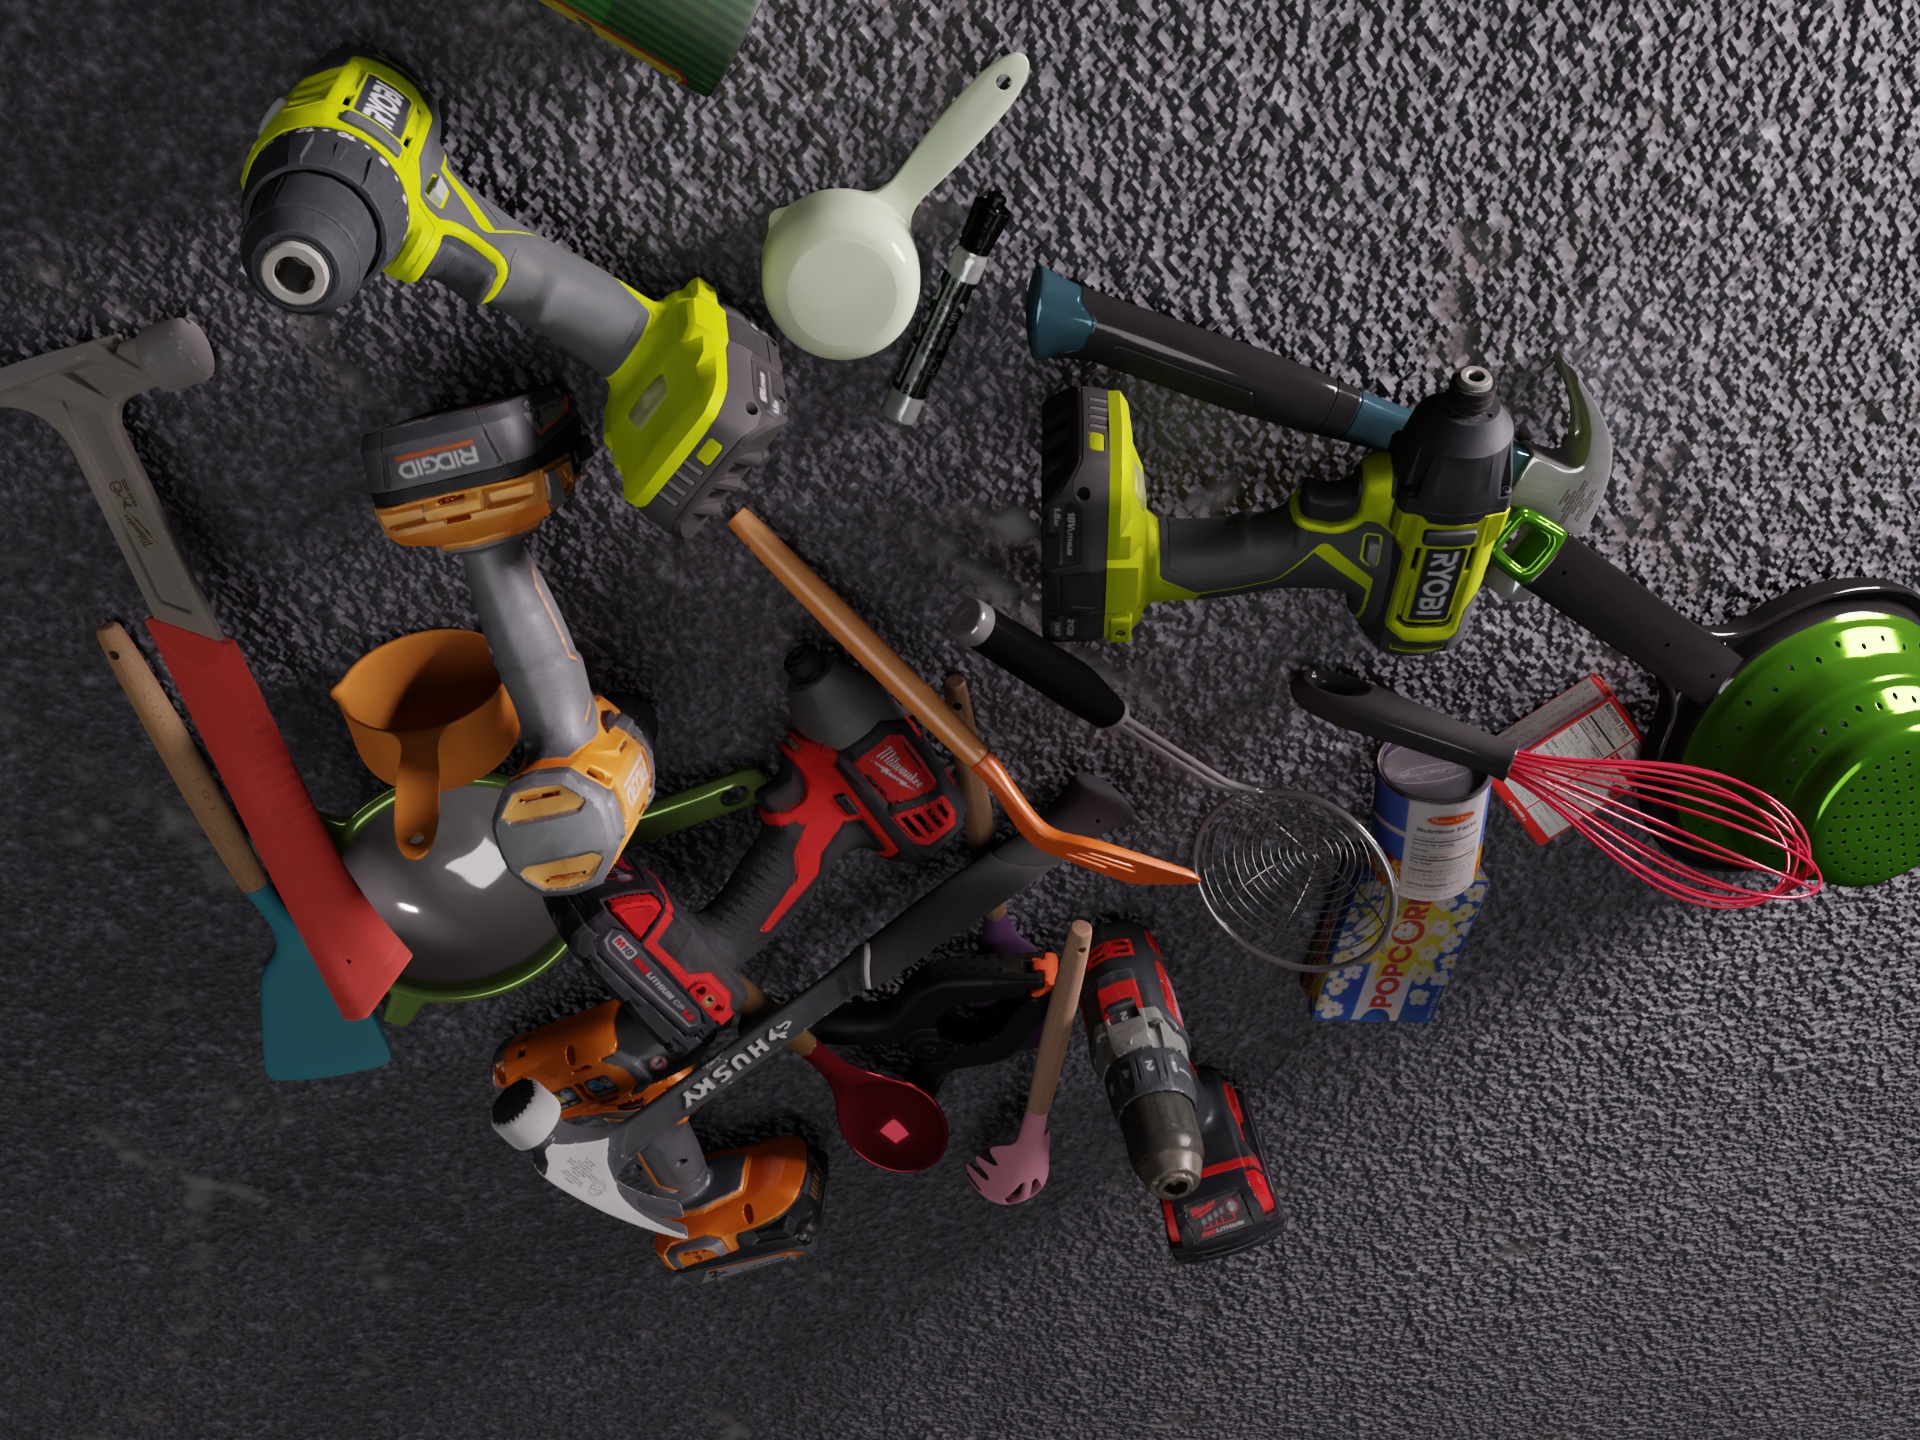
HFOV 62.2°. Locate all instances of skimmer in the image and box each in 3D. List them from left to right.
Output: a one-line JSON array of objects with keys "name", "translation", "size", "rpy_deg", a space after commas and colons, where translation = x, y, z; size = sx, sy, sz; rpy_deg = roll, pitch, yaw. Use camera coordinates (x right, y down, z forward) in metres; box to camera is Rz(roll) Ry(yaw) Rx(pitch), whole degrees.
[{"name": "skimmer", "translation": [0.117, 0.045, 0.874], "size": [0.127, 0.090, 0.362], "rpy_deg": [-16, 147, 38]}]

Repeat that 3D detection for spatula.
[{"name": "spatula", "translation": [-0.421, 0.083, 0.919], "size": [0.082, 0.044, 0.317], "rpy_deg": [-9, 125, 5]}, {"name": "spatula", "translation": [-0.001, -0.003, 0.869], "size": [0.322, 0.081, 0.041], "rpy_deg": [45, 69, -13]}, {"name": "spatula", "translation": [0.021, 0.101, 0.989], "size": [0.060, 0.018, 0.315], "rpy_deg": [-8, 127, 4]}]

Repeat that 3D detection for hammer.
[{"name": "hammer", "translation": [-0.378, -0.008, 0.797], "size": [0.149, 0.037, 0.359], "rpy_deg": [-17, 107, 4]}, {"name": "hammer", "translation": [-0.069, 0.162, 0.950], "size": [0.409, 0.036, 0.149], "rpy_deg": [-35, 121, 0]}, {"name": "hammer", "translation": [0.184, -0.158, 0.809], "size": [0.331, 0.033, 0.128], "rpy_deg": [15, 124, -15]}]

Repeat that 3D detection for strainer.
[{"name": "strainer", "translation": [-0.239, 0.065, 0.922], "size": [0.256, 0.069, 0.151], "rpy_deg": [-20, 122, -13]}]

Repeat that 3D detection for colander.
[{"name": "colander", "translation": [0.443, -0.004, 0.880], "size": [0.396, 0.095, 0.204], "rpy_deg": [26, 111, -27]}]

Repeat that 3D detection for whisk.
[{"name": "whisk", "translation": [0.323, 0.030, 0.878], "size": [0.296, 0.073, 0.073], "rpy_deg": [22, 126, 16]}]

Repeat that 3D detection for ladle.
[{"name": "ladle", "translation": [-0.112, 0.190, 0.985], "size": [0.069, 0.031, 0.315], "rpy_deg": [-33, 124, 15]}]

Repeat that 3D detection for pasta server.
[{"name": "pasta server", "translation": [0.051, 0.230, 1.038], "size": [0.060, 0.040, 0.316], "rpy_deg": [-12, 137, -21]}]

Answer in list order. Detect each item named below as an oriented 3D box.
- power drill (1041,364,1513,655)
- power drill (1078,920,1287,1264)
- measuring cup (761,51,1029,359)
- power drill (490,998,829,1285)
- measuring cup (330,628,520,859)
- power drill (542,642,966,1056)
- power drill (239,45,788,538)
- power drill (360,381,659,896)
[{"name": "power drill", "translation": [0.152, -0.104, 0.785], "size": [0.223, 0.080, 0.171], "rpy_deg": [0, 143, 3]}, {"name": "power drill", "translation": [0.139, 0.259, 1.015], "size": [0.080, 0.188, 0.226], "rpy_deg": [-21, 129, 8]}, {"name": "measuring cup", "translation": [-0.026, -0.235, 0.729], "size": [0.083, 0.038, 0.167], "rpy_deg": [34, 118, -26]}, {"name": "power drill", "translation": [-0.177, 0.267, 1.047], "size": [0.164, 0.084, 0.226], "rpy_deg": [-22, 122, 18]}, {"name": "measuring cup", "translation": [-0.269, 0.024, 0.813], "size": [0.095, 0.174, 0.052], "rpy_deg": [-9, 132, -8]}, {"name": "power drill", "translation": [-0.113, 0.065, 0.879], "size": [0.219, 0.079, 0.143], "rpy_deg": [-40, 121, -9]}, {"name": "power drill", "translation": [-0.187, -0.175, 0.669], "size": [0.228, 0.191, 0.080], "rpy_deg": [31, 115, -29]}, {"name": "power drill", "translation": [-0.205, -0.047, 0.791], "size": [0.084, 0.185, 0.226], "rpy_deg": [-12, 107, 3]}]
